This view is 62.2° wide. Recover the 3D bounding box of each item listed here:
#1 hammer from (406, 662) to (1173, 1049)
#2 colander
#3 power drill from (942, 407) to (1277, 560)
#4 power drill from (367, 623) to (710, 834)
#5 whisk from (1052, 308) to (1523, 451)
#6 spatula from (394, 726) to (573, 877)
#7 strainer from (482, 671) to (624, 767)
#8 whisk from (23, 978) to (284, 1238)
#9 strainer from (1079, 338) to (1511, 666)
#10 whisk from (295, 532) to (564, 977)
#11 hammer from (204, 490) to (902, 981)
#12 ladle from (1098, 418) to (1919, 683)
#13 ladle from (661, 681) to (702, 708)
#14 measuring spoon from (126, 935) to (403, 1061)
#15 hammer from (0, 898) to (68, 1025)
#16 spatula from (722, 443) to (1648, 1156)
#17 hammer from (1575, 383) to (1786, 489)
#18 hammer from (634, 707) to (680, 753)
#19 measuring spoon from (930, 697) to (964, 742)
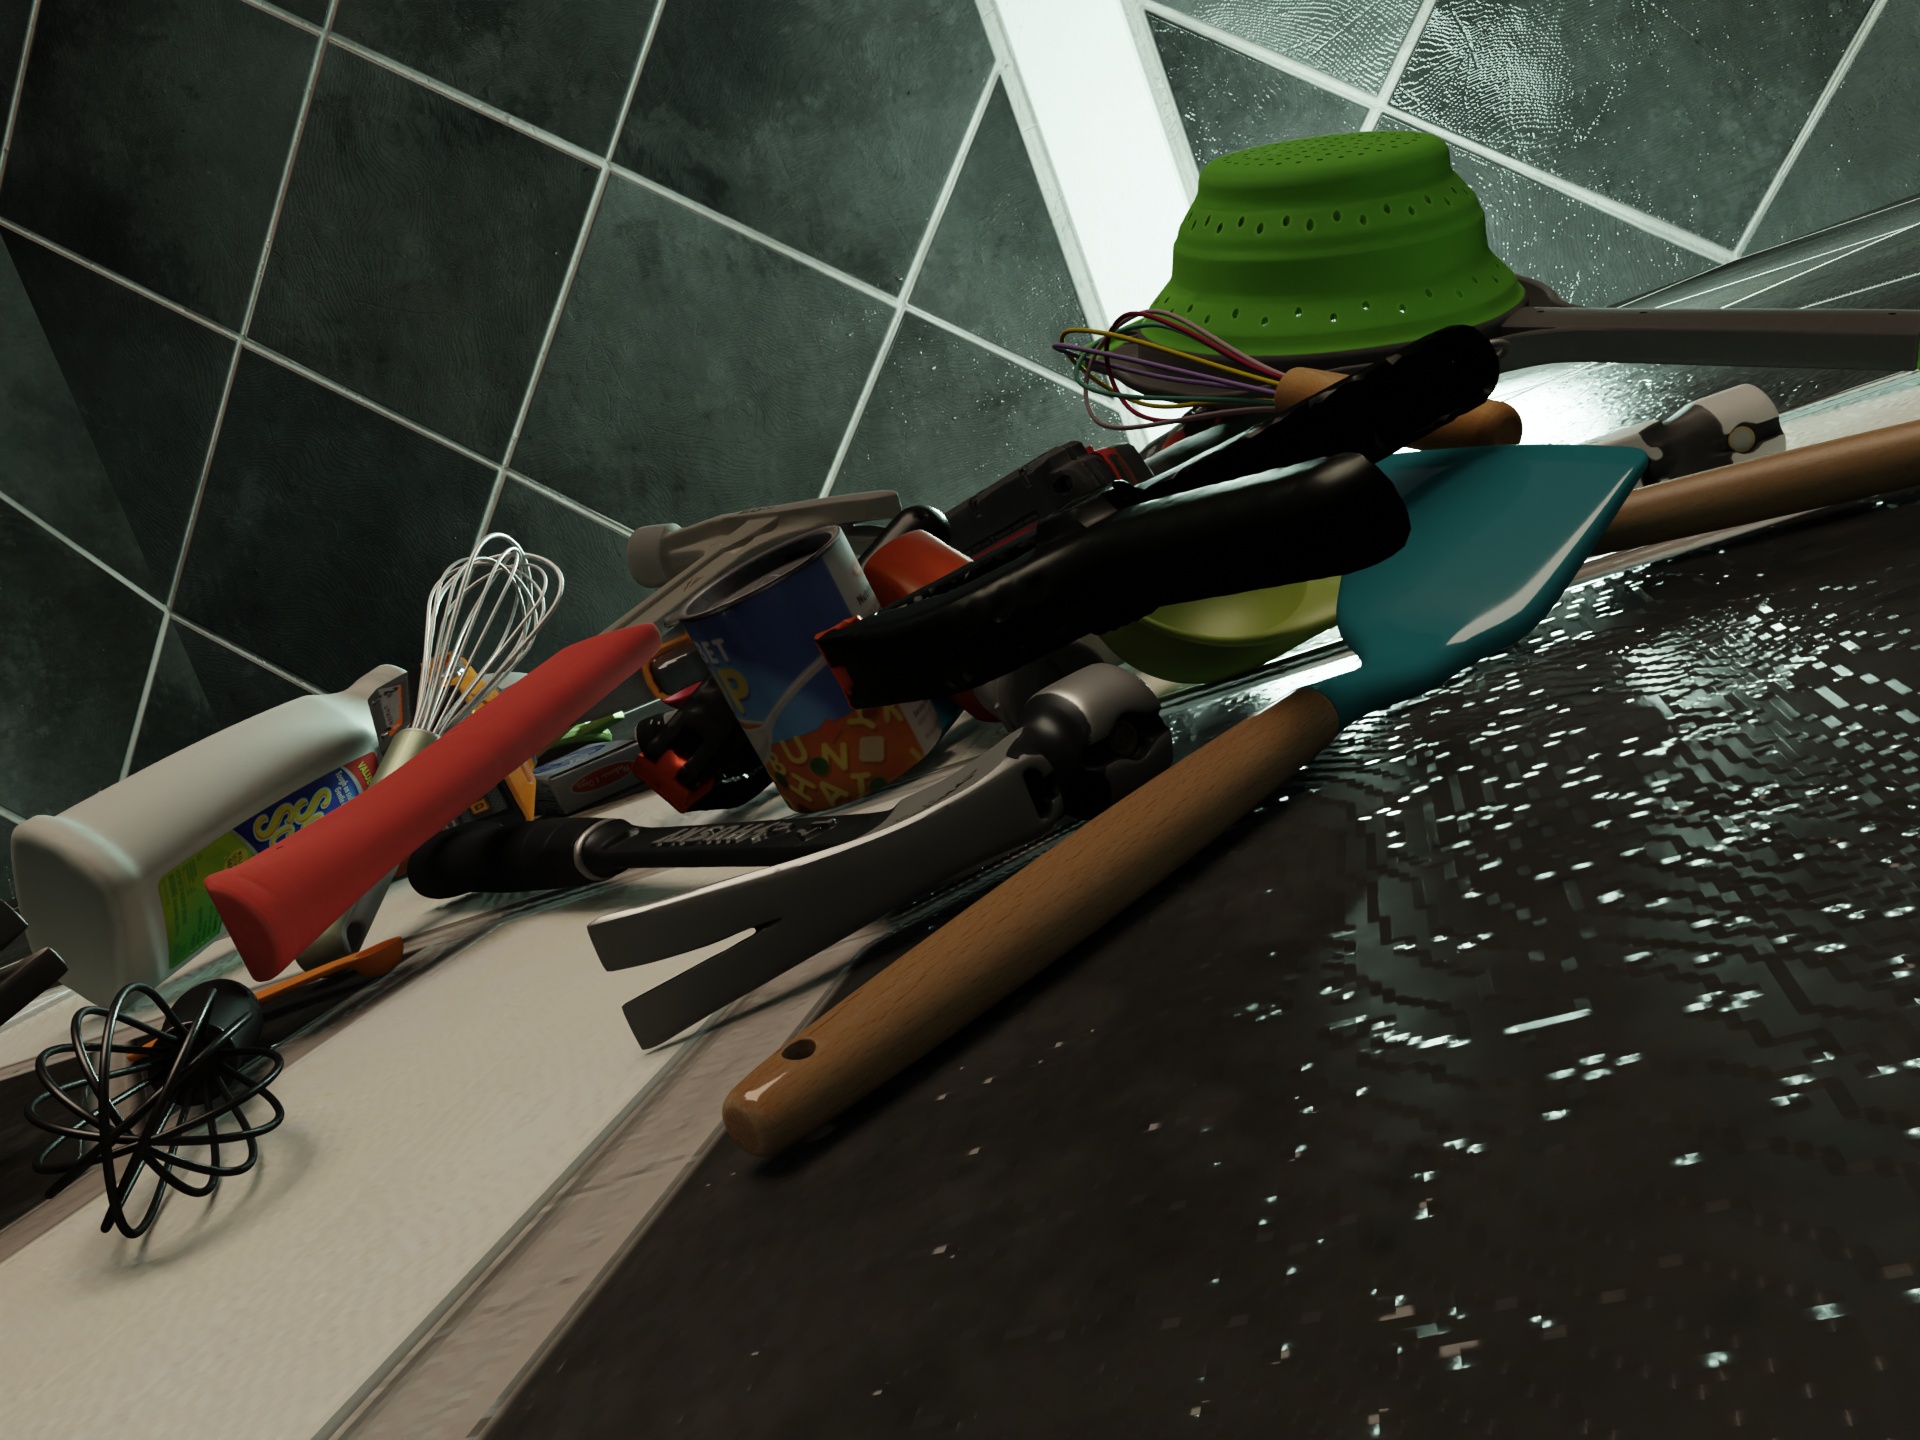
[{"bbox_3d":[-0.114,0.046,0.526,0.149,0.036,0.409,-27,10,-33],"label":"hammer"},{"bbox_3d":[0.234,-0.204,0.687,0.397,0.094,0.204,11,31,35],"label":"colander"},{"bbox_3d":[0.084,-0.106,0.797,0.227,0.080,0.188,-32,6,-38],"label":"power drill"},{"bbox_3d":[-0.167,-0.013,0.790,0.226,0.084,0.185,-27,25,-15],"label":"power drill"},{"bbox_3d":[0.118,-0.128,0.621,0.051,0.047,0.245,-30,31,-21],"label":"whisk"},{"bbox_3d":[-0.249,0.010,0.883,0.322,0.041,0.081,-43,12,-10],"label":"spatula"},{"bbox_3d":[-0.340,0.026,0.955,0.256,0.069,0.151,-19,-7,-32],"label":"strainer"},{"bbox_3d":[-0.209,0.090,0.430,0.055,0.055,0.239,-24,5,-21],"label":"whisk"},{"bbox_3d":[0.092,-0.069,0.584,0.086,0.050,0.258,11,-28,-35],"label":"strainer"},{"bbox_3d":[-0.226,0.006,0.678,0.059,0.057,0.247,3,46,6],"label":"whisk"},{"bbox_3d":[-0.153,-0.013,0.642,0.149,0.036,0.359,-4,25,26],"label":"hammer"},{"bbox_3d":[0.179,-0.066,0.462,0.320,0.062,0.078,-12,28,33],"label":"ladle"},{"bbox_3d":[-0.159,-0.035,1.082,0.069,0.031,0.315,-28,3,-16],"label":"ladle"},{"bbox_3d":[-0.251,0.104,0.575,0.117,0.011,0.021,-23,8,10],"label":"measuring spoon"},{"bbox_3d":[-0.229,0.102,0.319,0.143,0.038,0.386,-46,22,-28],"label":"hammer"},{"bbox_3d":[0.063,-0.002,0.358,0.082,0.044,0.317,7,26,40],"label":"spatula"},{"bbox_3d":[0.197,-0.095,0.677,0.146,0.035,0.335,-19,8,3],"label":"hammer"},{"bbox_3d":[-0.072,-0.043,1.006,0.127,0.034,0.337,-18,8,22],"label":"hammer"},{"bbox_3d":[-0.001,-0.002,0.643,0.042,0.021,0.129,-4,24,25],"label":"measuring spoon"}]
